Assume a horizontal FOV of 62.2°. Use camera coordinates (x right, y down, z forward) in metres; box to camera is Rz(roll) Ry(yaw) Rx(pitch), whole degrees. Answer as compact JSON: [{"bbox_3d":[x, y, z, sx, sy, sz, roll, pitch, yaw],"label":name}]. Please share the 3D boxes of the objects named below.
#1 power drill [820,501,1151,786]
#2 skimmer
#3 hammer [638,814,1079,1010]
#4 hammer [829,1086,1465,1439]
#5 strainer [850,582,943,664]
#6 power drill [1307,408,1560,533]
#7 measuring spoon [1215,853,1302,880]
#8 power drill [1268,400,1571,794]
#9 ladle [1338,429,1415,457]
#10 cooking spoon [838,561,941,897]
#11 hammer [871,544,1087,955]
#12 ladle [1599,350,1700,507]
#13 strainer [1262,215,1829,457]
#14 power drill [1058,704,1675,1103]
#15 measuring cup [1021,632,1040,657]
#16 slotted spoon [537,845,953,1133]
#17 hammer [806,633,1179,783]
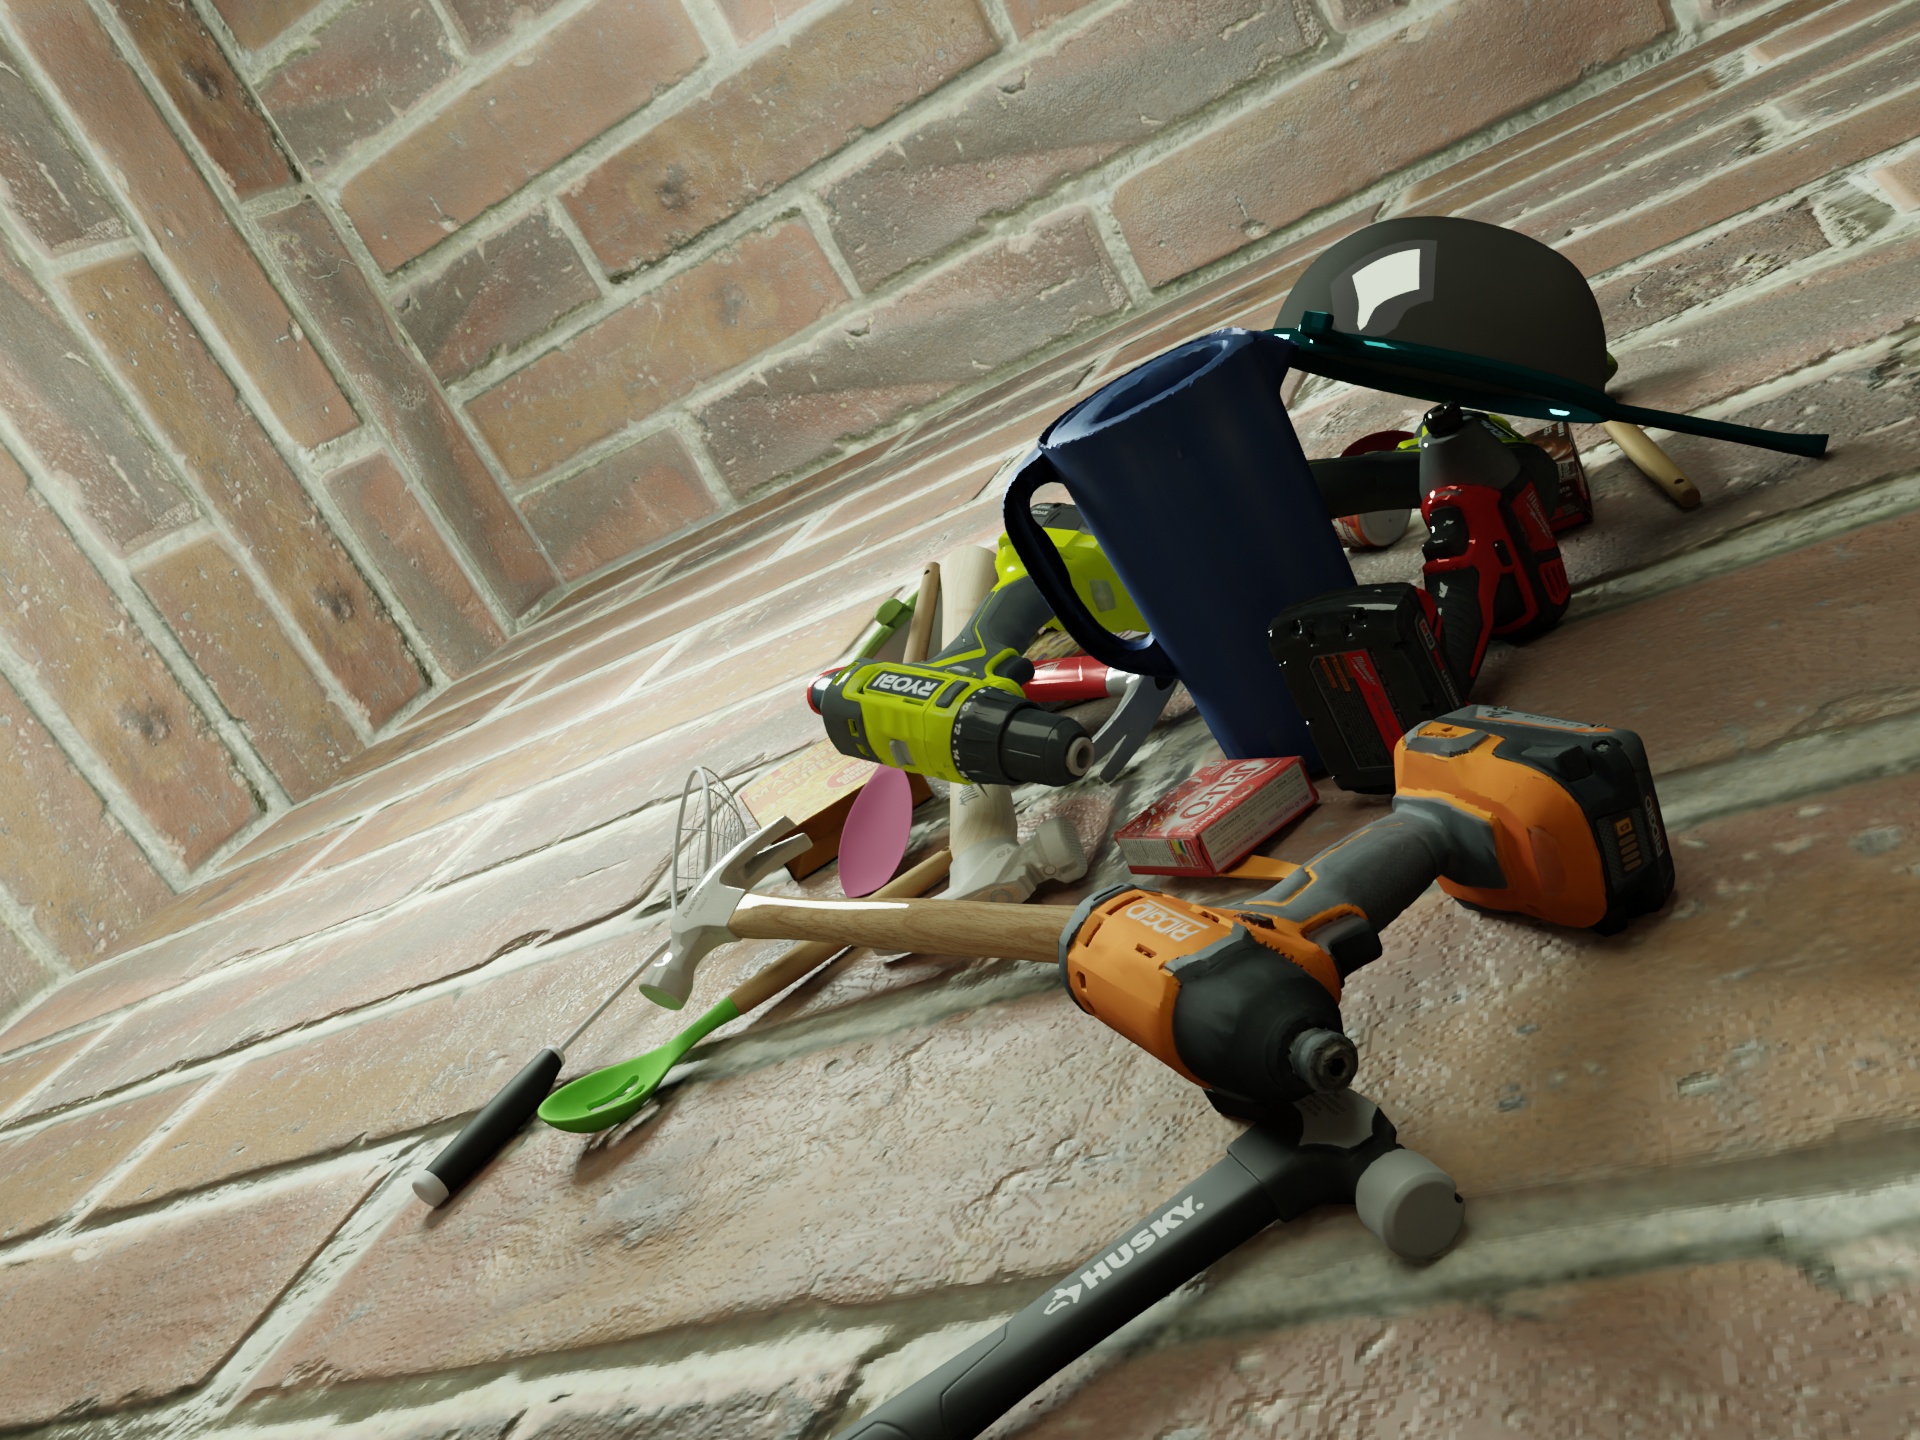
[{"bbox_3d":[0.046,-0.043,1.013,0.191,0.080,0.228,12,45,40],"label":"power drill"},{"bbox_3d":[-0.263,0.173,1.101,0.363,0.090,0.127,-48,-7,-41],"label":"skimmer"},{"bbox_3d":[-0.045,0.115,0.919,0.331,0.031,0.130,-3,49,38],"label":"hammer"},{"bbox_3d":[0.009,0.233,0.573,0.335,0.035,0.146,-33,18,-9],"label":"hammer"},{"bbox_3d":[-0.030,-0.068,1.363,0.151,0.069,0.256,-44,-3,3],"label":"strainer"},{"bbox_3d":[0.247,-0.159,1.027,0.223,0.080,0.171,-4,23,1],"label":"power drill"},{"bbox_3d":[0.152,0.080,0.829,0.021,0.011,0.117,-30,12,-23],"label":"measuring spoon"},{"bbox_3d":[0.258,-0.071,0.863,0.078,0.143,0.220,-8,29,45],"label":"power drill"},{"bbox_3d":[0.236,-0.161,1.228,0.315,0.031,0.069,-22,52,-21],"label":"ladle"},{"bbox_3d":[-0.042,-0.003,1.182,0.069,0.017,0.319,-23,41,34],"label":"cooking spoon"},{"bbox_3d":[-0.002,-0.004,1.103,0.146,0.038,0.411,-26,32,15],"label":"hammer"},{"bbox_3d":[0.455,-0.201,1.106,0.078,0.062,0.320,-23,25,15],"label":"ladle"},{"bbox_3d":[0.347,-0.228,0.929,0.340,0.095,0.211,11,10,0],"label":"strainer"},{"bbox_3d":[0.169,0.076,0.633,0.226,0.084,0.164,-24,15,-16],"label":"power drill"},{"bbox_3d":[0.028,-0.041,1.352,0.083,0.038,0.167,-35,1,-13],"label":"measuring cup"},{"bbox_3d":[-0.120,0.165,0.997,0.314,0.031,0.070,-33,17,-18],"label":"slotted spoon"},{"bbox_3d":[0.002,-0.015,1.198,0.386,0.038,0.143,-3,46,48],"label":"hammer"}]
